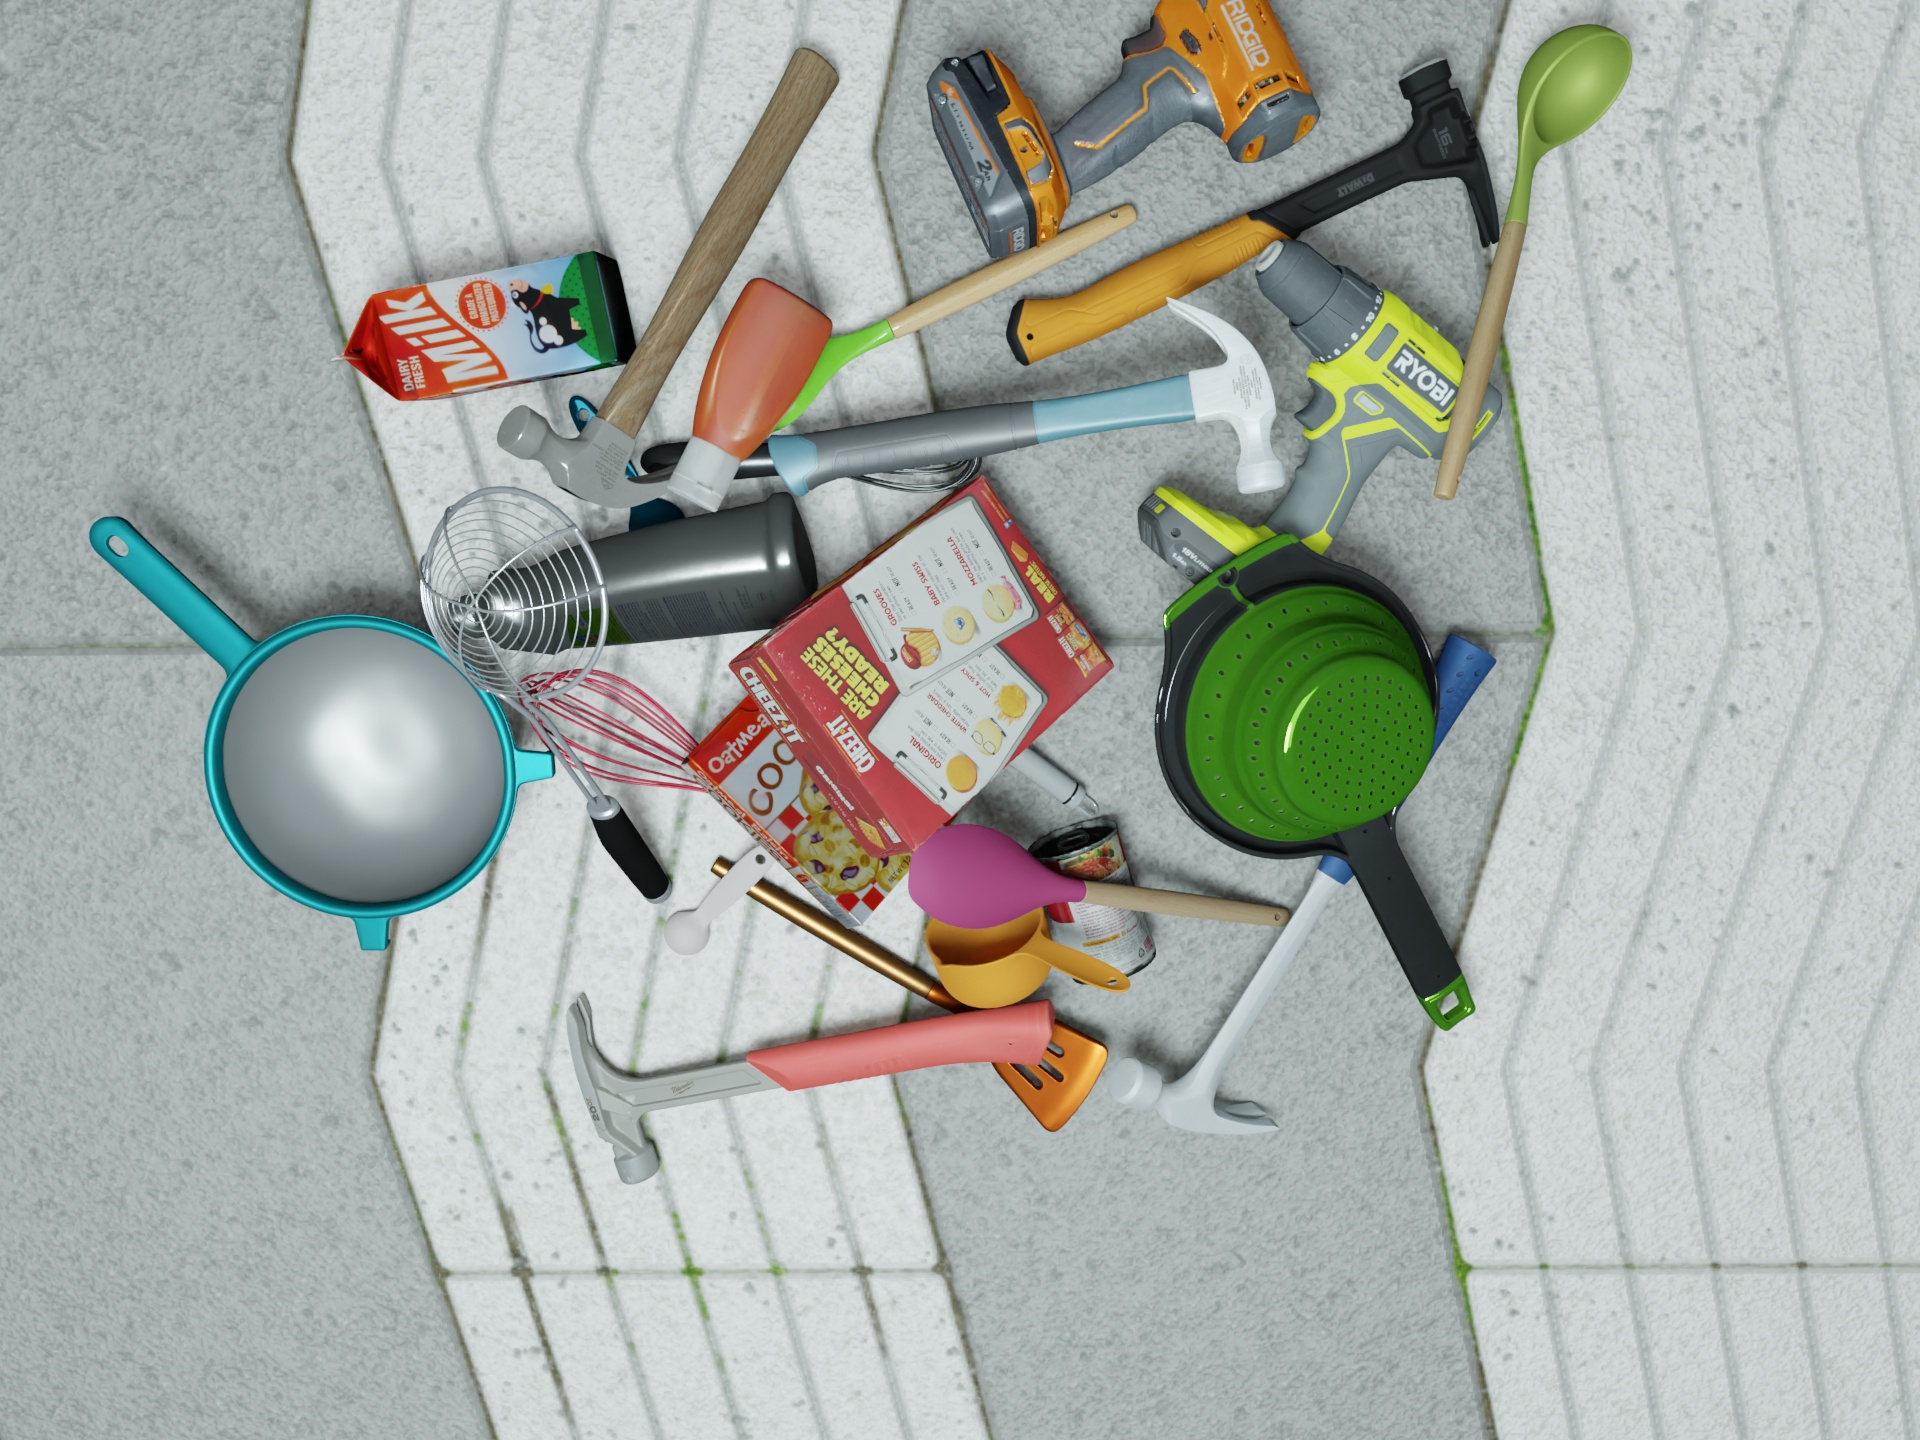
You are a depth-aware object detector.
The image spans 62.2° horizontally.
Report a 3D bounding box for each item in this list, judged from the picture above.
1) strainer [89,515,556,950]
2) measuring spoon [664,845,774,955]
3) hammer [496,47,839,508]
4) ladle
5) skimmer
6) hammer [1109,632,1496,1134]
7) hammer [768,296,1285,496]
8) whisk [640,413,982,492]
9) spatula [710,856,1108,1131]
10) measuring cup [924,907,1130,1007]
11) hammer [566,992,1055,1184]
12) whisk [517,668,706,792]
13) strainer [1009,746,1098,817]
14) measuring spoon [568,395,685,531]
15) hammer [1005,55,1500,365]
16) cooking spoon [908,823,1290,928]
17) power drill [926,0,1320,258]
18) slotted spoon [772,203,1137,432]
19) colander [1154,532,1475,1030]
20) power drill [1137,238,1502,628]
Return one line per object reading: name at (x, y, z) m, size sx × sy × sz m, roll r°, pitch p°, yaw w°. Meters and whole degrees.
strainer at (-0.451, -0.019, 1.108) m, size 0.340 × 0.095 × 0.211 m, roll 44°, pitch 97°, yaw -7°
measuring spoon at (-0.176, 0.132, 1.161) m, size 0.034 × 0.018 × 0.124 m, roll 43°, pitch 113°, yaw -4°
hammer at (-0.169, -0.289, 1.042) m, size 0.129 × 0.031 × 0.331 m, roll 33°, pitch 84°, yaw -45°
ladle at (0.363, -0.294, 1.024) m, size 0.062 × 0.078 × 0.320 m, roll 12°, pitch 84°, yaw 40°
skimmer at (-0.243, 0.001, 1.044) m, size 0.127 × 0.362 × 0.090 m, roll 9°, pitch 58°, yaw 18°
hammer at (0.265, 0.124, 1.147) m, size 0.144 × 0.035 × 0.405 m, roll 27°, pitch 97°, yaw -30°
hammer at (0.036, -0.190, 1.032) m, size 0.331 × 0.033 × 0.128 m, roll -7°, pitch 90°, yaw 11°
whisk at (-0.104, -0.182, 1.097) m, size 0.239 × 0.055 × 0.055 m, roll -1°, pitch 102°, yaw 5°
spatula at (-0.044, 0.190, 1.175) m, size 0.322 × 0.041 × 0.081 m, roll 31°, pitch 102°, yaw -5°
measuring cup at (0.053, 0.173, 1.110) m, size 0.095 × 0.174 × 0.052 m, roll -40°, pitch 129°, yaw -31°
hammer at (-0.108, 0.243, 1.167) m, size 0.359 × 0.037 × 0.149 m, roll -13°, pitch 102°, yaw 11°
whisk at (-0.179, 0.041, 1.137) m, size 0.295 × 0.073 × 0.073 m, roll 26°, pitch 101°, yaw -11°
strainer at (-0.002, -0.004, 1.130) m, size 0.258 × 0.087 × 0.050 m, roll 36°, pitch 132°, yaw -14°
measuring spoon at (-0.237, -0.170, 1.111) m, size 0.042 × 0.021 × 0.128 m, roll -31°, pitch 101°, yaw 6°
hammer at (0.191, -0.315, 1.073) m, size 0.337 × 0.034 × 0.127 m, roll -23°, pitch 99°, yaw 5°
cooking spoon at (0.104, 0.120, 1.101) m, size 0.318 × 0.017 × 0.069 m, roll 11°, pitch 83°, yaw -30°
power drill at (0.096, -0.412, 1.026) m, size 0.226 × 0.084 × 0.164 m, roll -23°, pitch 84°, yaw 1°
slotted spoon at (-0.025, -0.280, 1.082) m, size 0.314 × 0.031 × 0.070 m, roll -25°, pitch 69°, yaw 2°
colander at (0.277, 0.069, 1.059) m, size 0.204 × 0.095 × 0.396 m, roll -33°, pitch 111°, yaw -6°
power drill at (0.224, -0.186, 1.065) m, size 0.190 × 0.080 × 0.228 m, roll 34°, pitch 101°, yaw -17°
